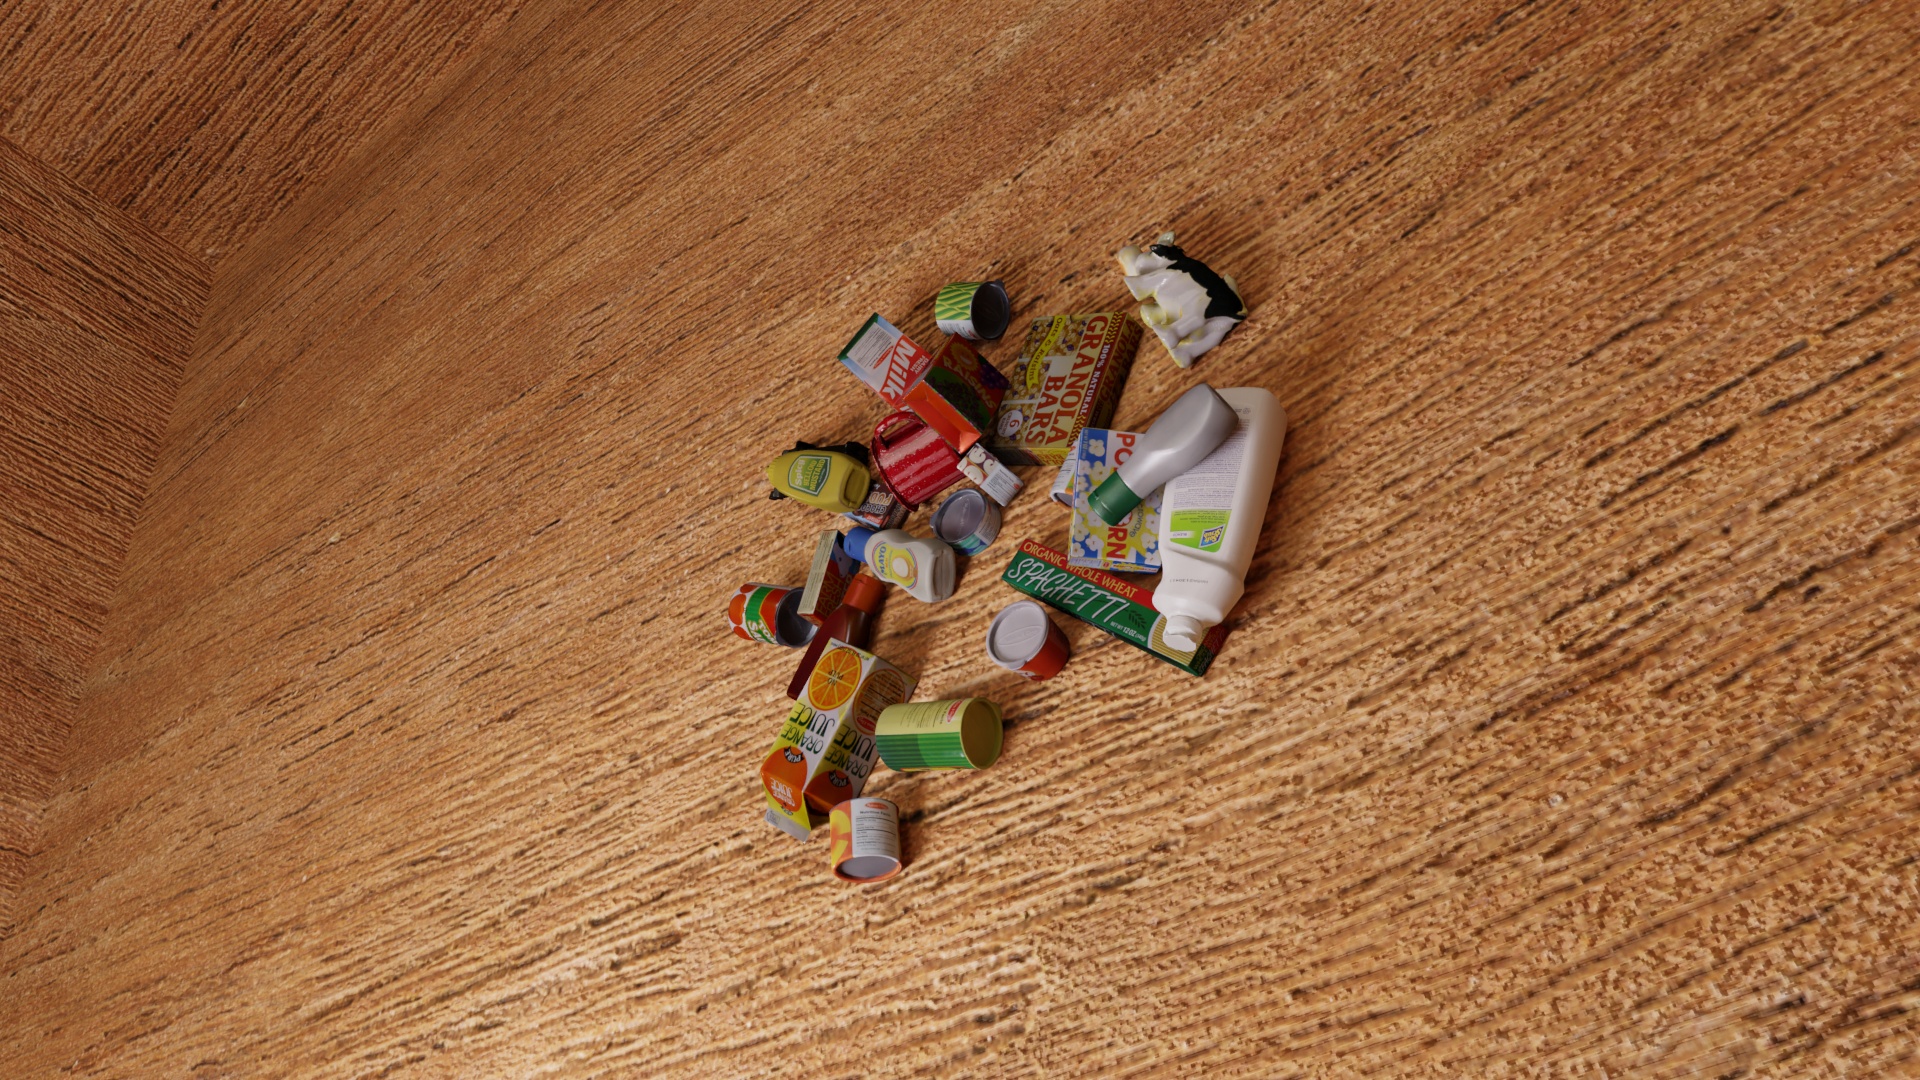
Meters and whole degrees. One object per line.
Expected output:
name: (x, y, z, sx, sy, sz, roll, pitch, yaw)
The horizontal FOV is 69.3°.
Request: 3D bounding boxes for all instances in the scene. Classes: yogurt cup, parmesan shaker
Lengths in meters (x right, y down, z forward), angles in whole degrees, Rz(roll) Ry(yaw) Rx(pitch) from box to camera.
yogurt cup: (0.066, 0.097, 1.300, 0.072, 0.054, 0.073, -21, 51, 28)
parmesan shaker: (-0.019, 0.182, 1.306, 0.103, 0.071, 0.071, -9, 57, 36)

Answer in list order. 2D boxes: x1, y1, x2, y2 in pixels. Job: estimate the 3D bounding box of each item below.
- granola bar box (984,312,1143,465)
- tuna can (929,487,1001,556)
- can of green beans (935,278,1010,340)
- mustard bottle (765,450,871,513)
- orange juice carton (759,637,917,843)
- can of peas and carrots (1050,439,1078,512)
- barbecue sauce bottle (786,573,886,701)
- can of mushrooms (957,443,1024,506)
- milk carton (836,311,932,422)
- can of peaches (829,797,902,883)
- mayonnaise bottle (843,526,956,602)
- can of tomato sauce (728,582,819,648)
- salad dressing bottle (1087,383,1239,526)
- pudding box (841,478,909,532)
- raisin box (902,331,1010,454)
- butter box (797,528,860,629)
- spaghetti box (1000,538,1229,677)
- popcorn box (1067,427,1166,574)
granola bar box: (0.108, -0.159, 1.449, 0.124, 0.039, 0.166, 4, 65, 41)
tuna can: (0.005, -0.018, 1.443, 0.071, 0.032, 0.071, -21, 51, 28)
can of green beans: (0.014, -0.261, 1.577, 0.058, 0.071, 0.071, 9, 69, 43)
mustard bottle: (-0.172, -0.071, 1.564, 0.160, 0.049, 0.065, 10, 78, 41)
orange juice carton: (-0.129, 0.201, 1.377, 0.072, 0.073, 0.193, 17, 74, 44)
can of peas and carrots: (0.130, -0.056, 1.344, 0.071, 0.071, 0.059, 14, 72, 44)
barbecue sauce bottle: (-0.126, 0.107, 1.459, 0.065, 0.043, 0.149, 10, 69, 43)
can of mushrooms: (0.030, -0.068, 1.433, 0.033, 0.071, 0.071, -51, 43, 2)
milk carton: (-0.057, -0.181, 1.577, 0.073, 0.072, 0.191, -49, 42, 2)
can of peaches: (-0.089, 0.281, 1.296, 0.071, 0.071, 0.058, -26, 49, 24)
mayonnaise bottle: (-0.066, 0.019, 1.460, 0.148, 0.041, 0.064, 19, 114, 46)
can of tomato sauce: (-0.205, 0.083, 1.525, 0.083, 0.071, 0.071, 4, 65, 42)
salad dressing bottle: (0.177, -0.074, 1.226, 0.147, 0.044, 0.064, -43, 33, 15)
pudding box: (-0.095, -0.039, 1.542, 0.084, 0.030, 0.050, 23, 79, 46)
raisin box: (-0.002, -0.157, 1.466, 0.040, 0.086, 0.124, -42, 12, 35)
butter box: (-0.140, 0.045, 1.507, 0.024, 0.053, 0.104, -4, 61, 35)
spaghetti box: (0.136, 0.058, 1.287, 0.250, 0.028, 0.050, 24, 78, 46)
popcorn box: (0.147, -0.037, 1.285, 0.085, 0.038, 0.127, 6, 77, 0)
